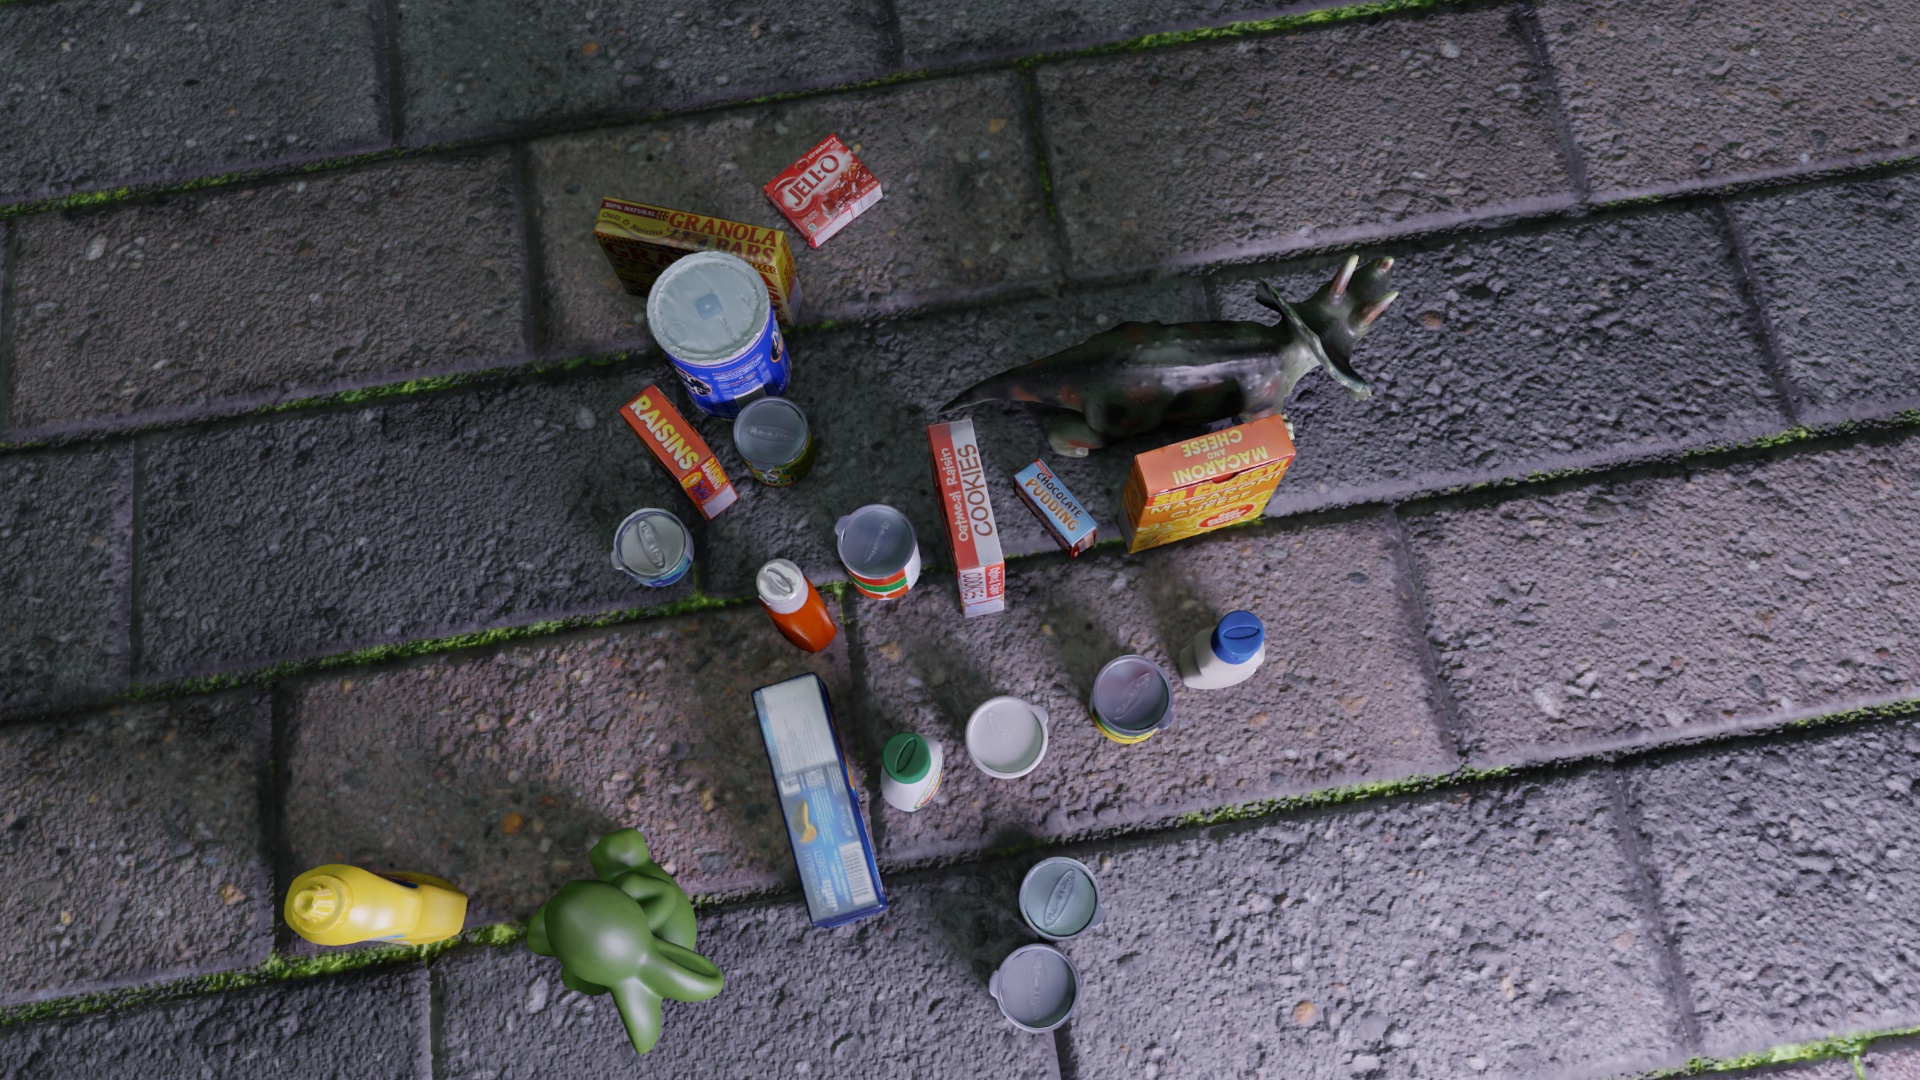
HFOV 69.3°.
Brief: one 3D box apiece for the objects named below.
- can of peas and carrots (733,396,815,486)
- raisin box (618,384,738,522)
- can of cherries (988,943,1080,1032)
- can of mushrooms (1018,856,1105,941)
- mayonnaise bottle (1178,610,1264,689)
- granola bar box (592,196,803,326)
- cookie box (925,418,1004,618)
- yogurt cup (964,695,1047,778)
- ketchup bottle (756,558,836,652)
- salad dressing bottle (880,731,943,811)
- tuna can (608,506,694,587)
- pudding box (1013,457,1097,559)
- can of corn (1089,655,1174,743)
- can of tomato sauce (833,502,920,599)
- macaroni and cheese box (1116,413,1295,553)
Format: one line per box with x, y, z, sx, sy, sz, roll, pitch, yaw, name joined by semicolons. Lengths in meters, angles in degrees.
-0.165;-0.085;1.235;0.071;0.058;0.071;0;74;1;can of peas and carrots
-0.241;-0.074;1.200;0.040;0.123;0.086;-40;77;-9;raisin box
0.058;0.353;1.102;0.071;0.058;0.071;0;74;1;can of cherries
0.083;0.293;1.132;0.071;0.033;0.071;0;74;1;can of mushrooms
0.216;0.089;1.129;0.065;0.147;0.041;-7;74;-1;mayonnaise bottle
-0.232;-0.250;1.251;0.166;0.124;0.039;12;75;5;granola bar box
0.004;-0.014;1.154;0.040;0.167;0.123;-12;74;-2;cookie box
0.038;0.167;1.159;0.072;0.053;0.072;0;74;1;yogurt cup
-0.139;0.052;1.148;0.065;0.148;0.043;42;79;12;ketchup bottle
-0.040;0.181;1.108;0.044;0.147;0.064;25;76;8;salad dressing bottle
-0.272;0.008;1.224;0.071;0.032;0.071;0;74;1;tuna can
0.083;-0.028;1.218;0.030;0.049;0.084;-37;76;-9;pudding box
0.144;0.136;1.164;0.071;0.058;0.071;0;74;1;can of corn
-0.071;0.010;1.192;0.071;0.083;0.071;0;74;1;can of tomato sauce
0.201;-0.043;1.159;0.124;0.166;0.040;-16;75;-3;macaroni and cheese box
